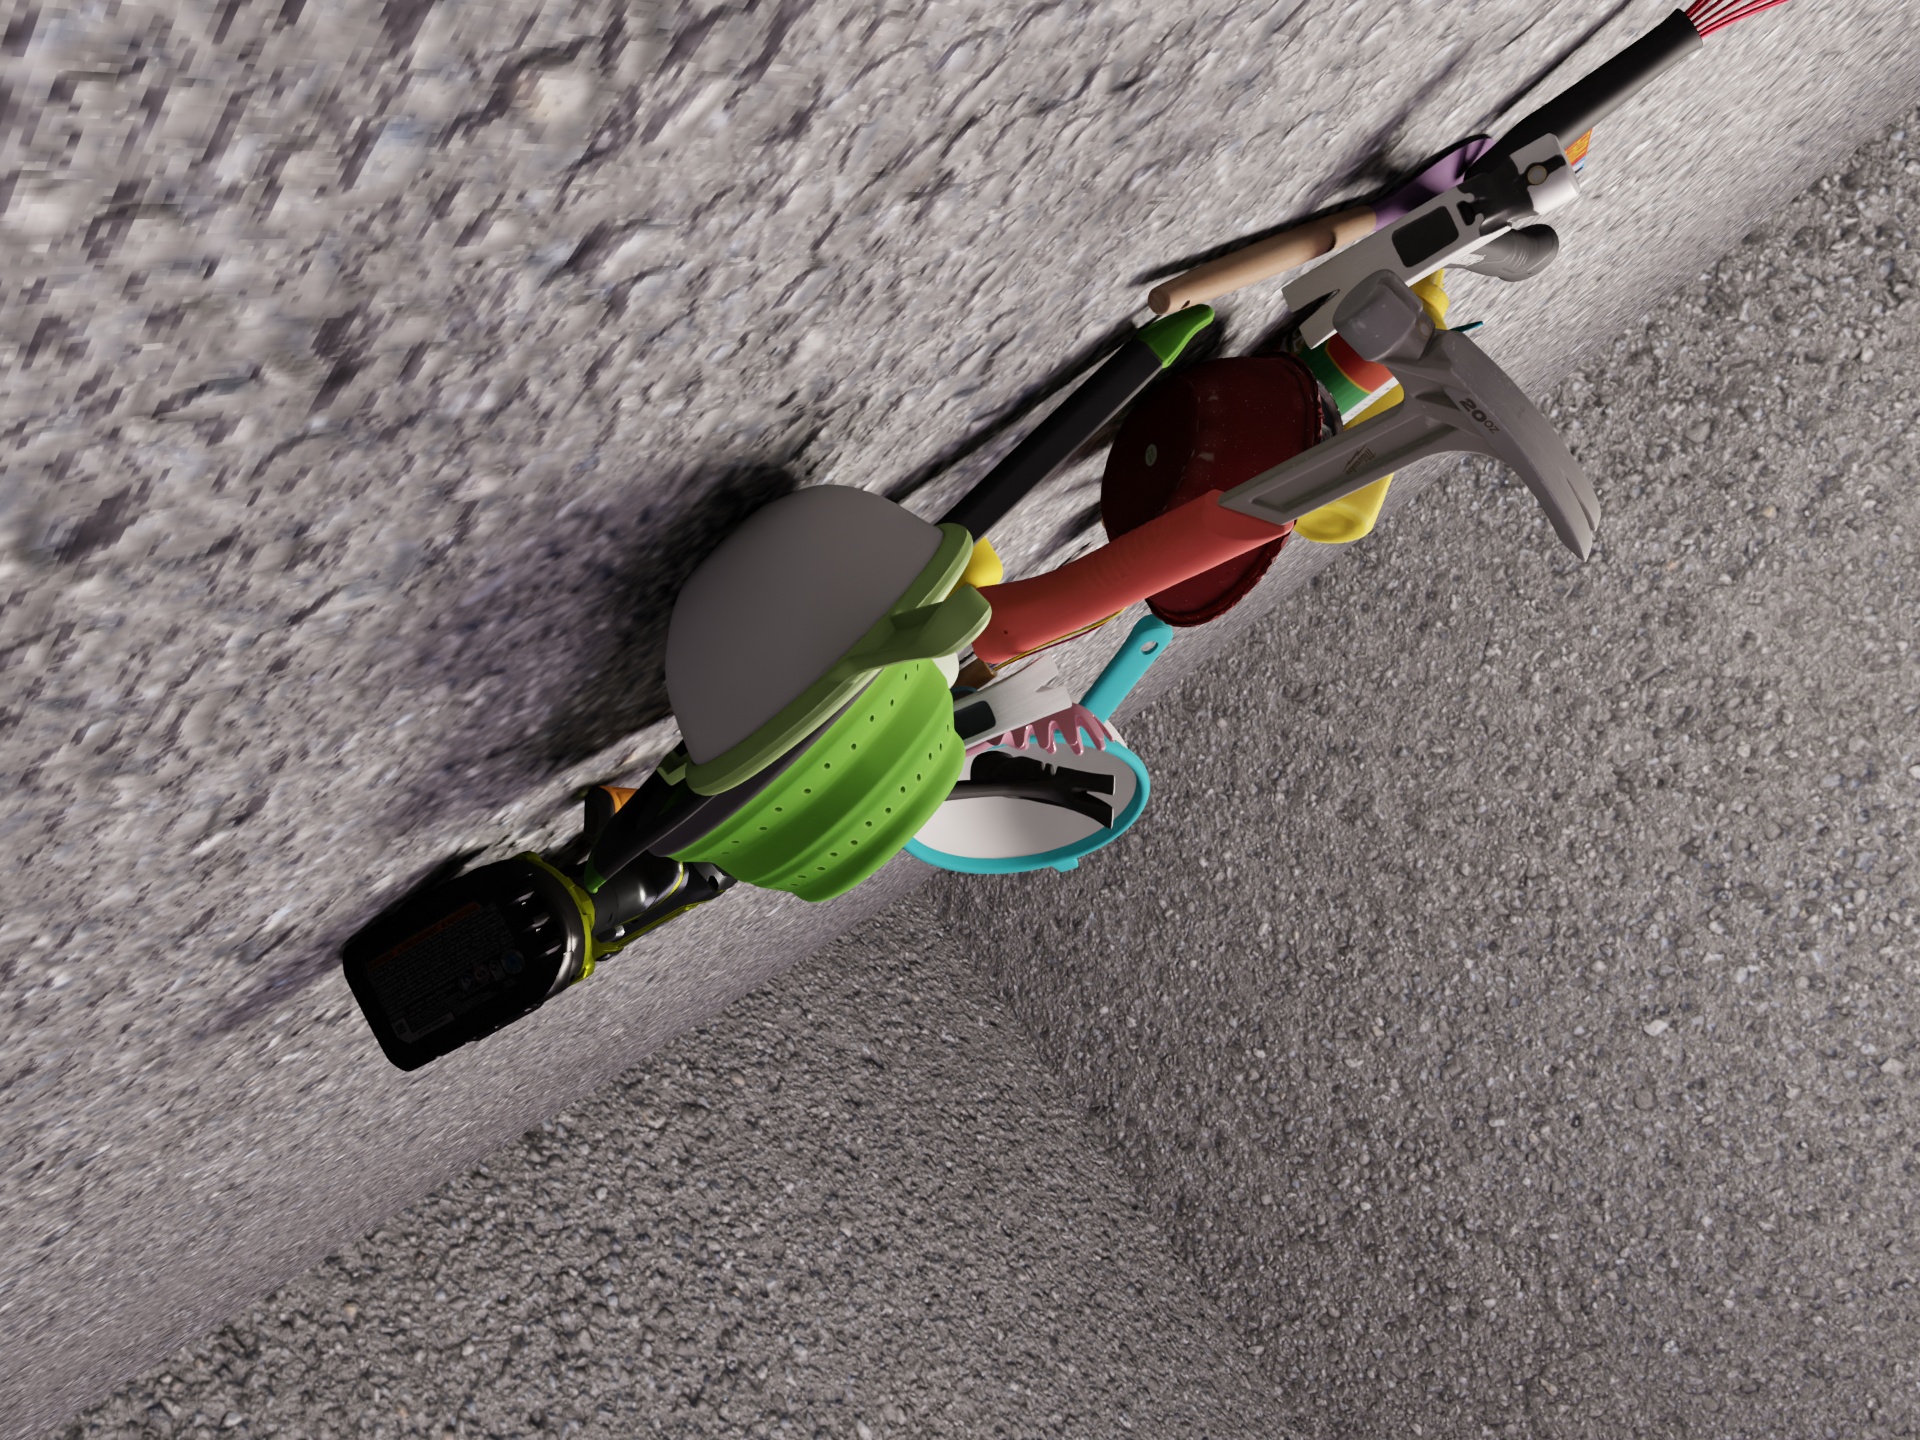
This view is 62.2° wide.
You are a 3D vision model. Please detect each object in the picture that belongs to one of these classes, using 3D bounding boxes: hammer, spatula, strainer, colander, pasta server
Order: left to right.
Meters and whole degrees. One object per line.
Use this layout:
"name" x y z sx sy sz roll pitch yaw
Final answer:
"strainer" -0.055 -0.045 0.580 0.151 0.069 0.256 -46 -167 -13
"hammer" -0.063 0.048 0.957 0.336 0.034 0.127 -2 -171 -38
"pasta server" -0.036 0.041 1.180 0.316 0.040 0.060 -19 167 25
"colander" -0.006 -0.036 0.767 0.397 0.094 0.204 -43 -167 1
"hammer" -0.002 -0.003 1.022 0.128 0.033 0.331 -23 -178 0
"strainer" 0.067 -0.001 1.246 0.211 0.095 0.340 8 142 -23
"hammer" 0.123 -0.085 0.783 0.359 0.149 0.037 -24 -151 53
"spatula" 0.191 -0.248 0.798 0.316 0.018 0.059 -31 164 -39
"hammer" 0.288 -0.264 0.897 0.146 0.035 0.335 -25 -179 30

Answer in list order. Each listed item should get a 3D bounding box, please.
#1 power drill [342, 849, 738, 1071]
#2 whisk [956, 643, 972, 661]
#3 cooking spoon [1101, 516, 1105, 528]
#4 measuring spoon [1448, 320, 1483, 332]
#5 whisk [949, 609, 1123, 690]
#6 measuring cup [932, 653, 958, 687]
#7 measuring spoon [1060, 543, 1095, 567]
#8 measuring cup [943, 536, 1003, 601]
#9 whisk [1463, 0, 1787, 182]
"power drill" -0.250 0.126 0.930 0.190 0.080 0.228 -29 178 15
"whisk" -0.074 0.005 1.109 0.239 0.055 0.055 -41 173 5
"cooking spoon" 0.185 -0.159 1.098 0.319 0.017 0.068 -21 144 -51
"measuring spoon" 0.306 -0.264 1.087 0.042 0.021 0.129 -23 -170 -25
"whisk" 0.042 -0.054 1.278 0.245 0.047 0.051 -35 175 17
"measuring cup" -0.028 -0.019 0.910 0.083 0.038 0.168 -21 -163 -7
"measuring spoon" 0.063 -0.092 1.216 0.124 0.018 0.034 -41 171 31
"measuring cup" -0.040 -0.053 0.927 0.156 0.029 0.062 -36 173 -12
"whisk" 0.384 -0.362 0.798 0.296 0.073 0.073 -34 174 22
